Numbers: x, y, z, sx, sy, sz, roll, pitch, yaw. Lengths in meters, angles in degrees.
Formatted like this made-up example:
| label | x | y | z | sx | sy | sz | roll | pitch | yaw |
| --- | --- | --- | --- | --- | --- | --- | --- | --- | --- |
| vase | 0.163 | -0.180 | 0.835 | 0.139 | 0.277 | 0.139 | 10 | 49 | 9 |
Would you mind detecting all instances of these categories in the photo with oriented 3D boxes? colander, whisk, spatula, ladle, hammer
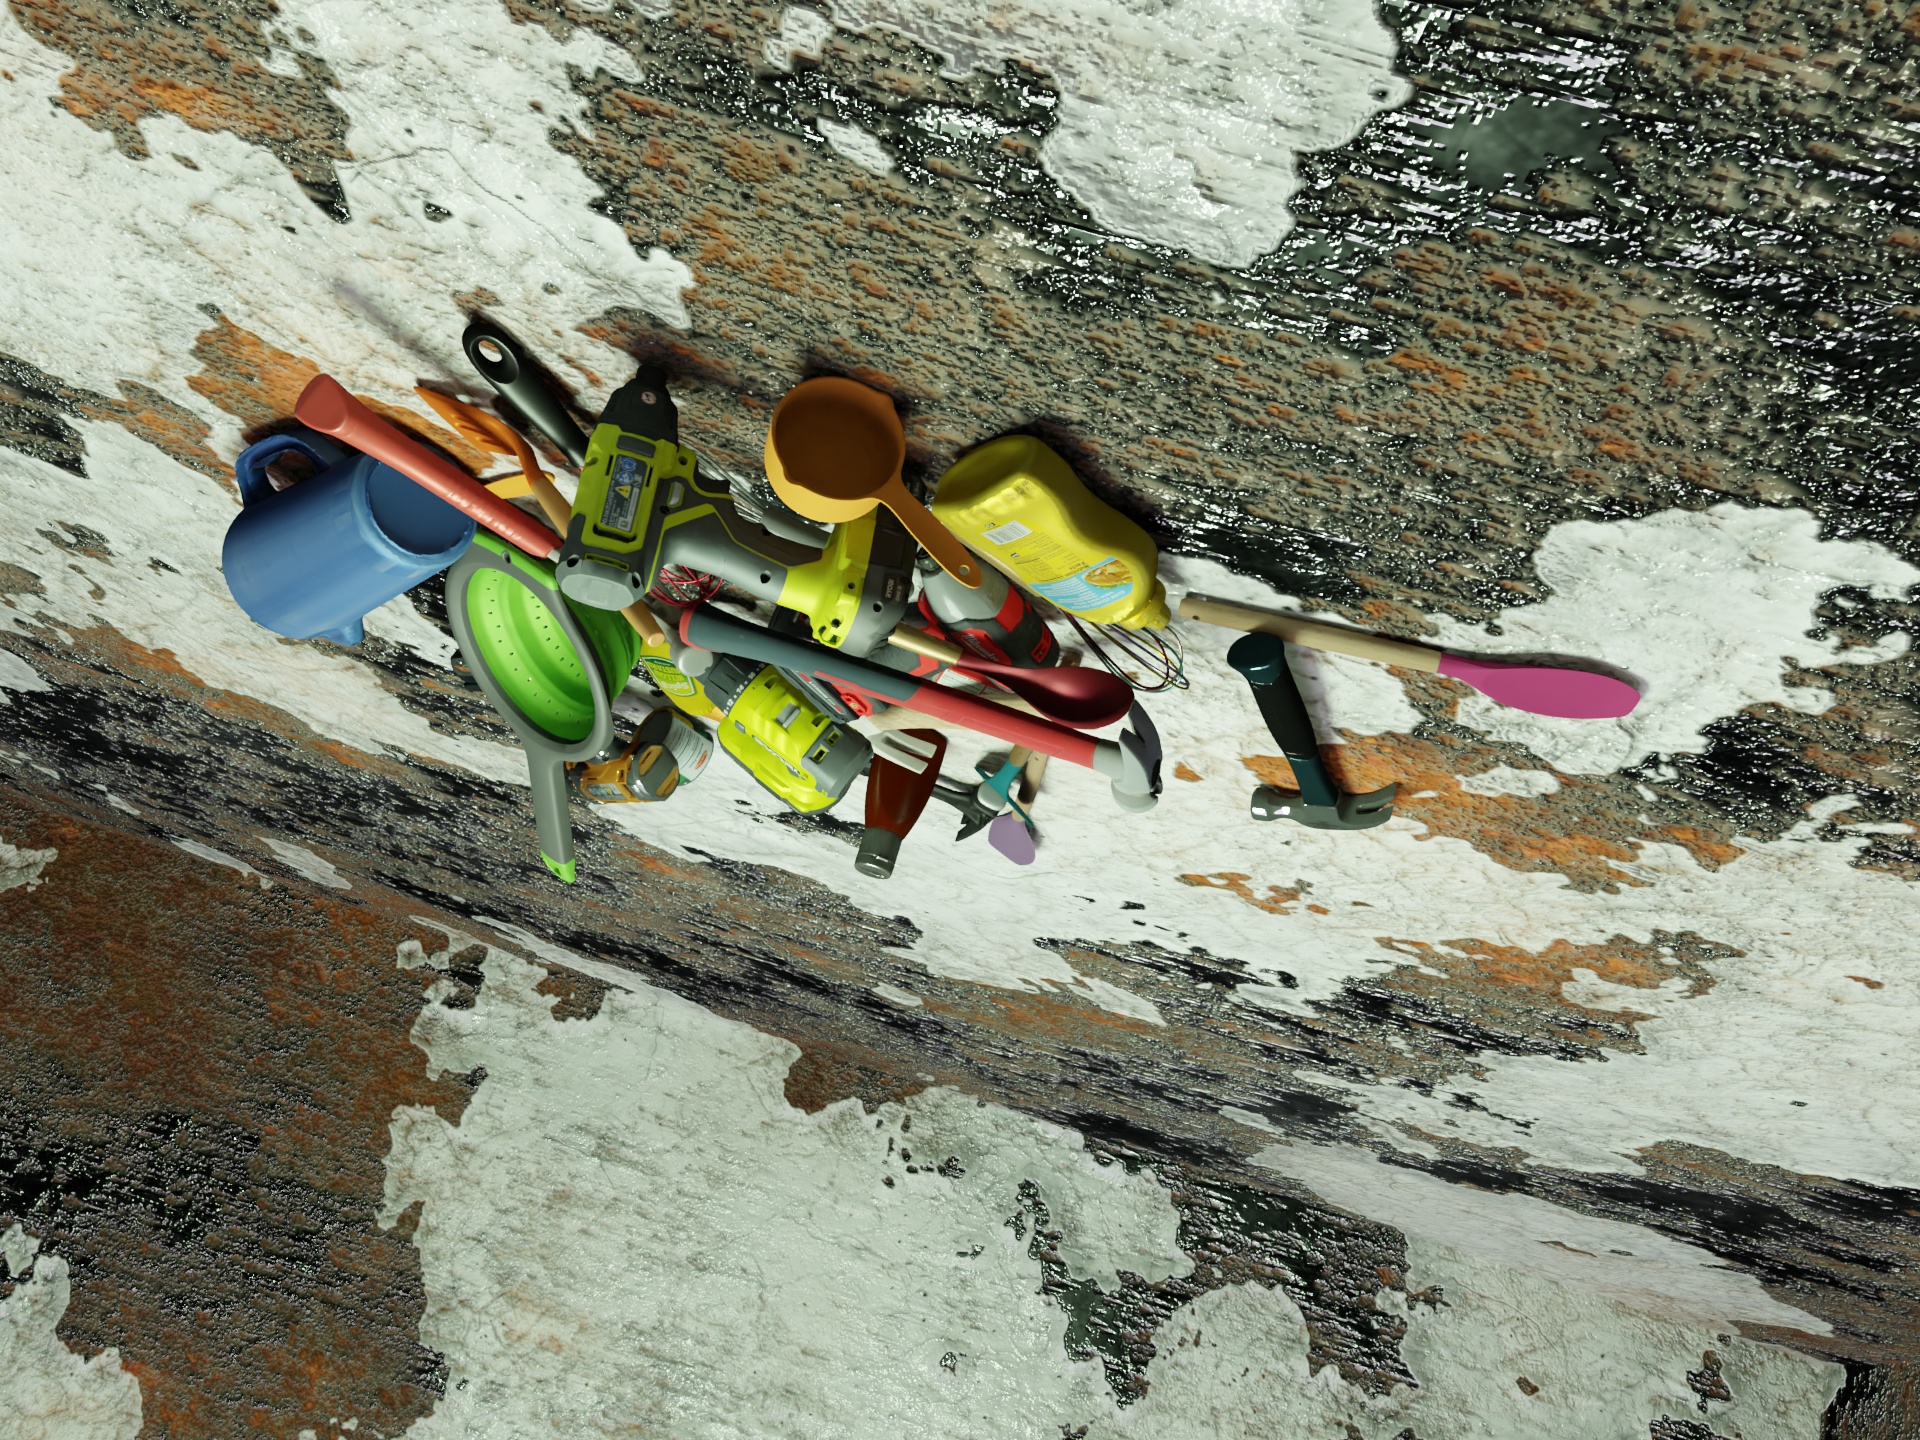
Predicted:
| label | x | y | z | sx | sy | sz | roll | pitch | yaw |
| --- | --- | --- | --- | --- | --- | --- | --- | --- | --- |
| colander | -0.354 | -0.012 | 1.445 | 0.205 | 0.094 | 0.396 | 30 | 137 | 25 |
| whisk | -0.141 | -0.145 | 1.150 | 0.239 | 0.055 | 0.055 | 26 | 157 | 0 |
| spatula | 0.064 | 0.088 | 1.595 | 0.060 | 0.018 | 0.315 | 36 | 159 | 11 |
| ladle | -0.024 | -0.057 | 1.167 | 0.315 | 0.031 | 0.069 | 21 | 142 | 1 |
| spatula | -0.297 | -0.148 | 1.138 | 0.323 | 0.041 | 0.081 | 48 | 179 | 33 |
| hammer | -0.002 | -0.004 | 1.333 | 0.331 | 0.031 | 0.130 | -1 | 142 | 51 |
| hammer | -0.340 | -0.151 | 1.207 | 0.358 | 0.036 | 0.149 | 35 | -173 | -43 |
| whisk | -0.268 | -0.183 | 1.181 | 0.073 | 0.073 | 0.295 | 1 | 146 | 34 |
| hammer | 0.264 | 0.017 | 1.255 | 0.128 | 0.033 | 0.330 | 6 | 158 | 25 |
| spatula | 0.063 | 0.016 | 1.415 | 0.082 | 0.044 | 0.317 | 46 | 152 | 12 |
| hammer | -0.123 | 0.036 | 1.599 | 0.336 | 0.034 | 0.127 | 22 | 156 | -10 |
| hammer | -0.039 | -0.027 | 1.165 | 0.386 | 0.038 | 0.143 | 18 | 162 | 17 |
| whisk | 0.078 | -0.089 | 1.170 | 0.244 | 0.047 | 0.051 | 33 | 141 | -23 |

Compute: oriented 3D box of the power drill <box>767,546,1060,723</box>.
| label | x | y | z | sx | sy | sz | roll | pitch | yaw |
| --- | --- | --- | --- | --- | --- | --- | --- | --- | --- |
| power drill | -0.044 | -0.072 | 1.243 | 0.220 | 0.079 | 0.143 | -9 | 138 | 41 |

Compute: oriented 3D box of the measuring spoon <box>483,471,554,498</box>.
| label | x | y | z | sx | sy | sz | roll | pitch | yaw |
| --- | --- | --- | --- | --- | --- | --- | --- | --- | --- |
| measuring spoon | -0.371 | -0.192 | 1.300 | 0.117 | 0.011 | 0.021 | -4 | 143 | 35 |

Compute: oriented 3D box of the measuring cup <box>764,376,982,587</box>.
| label | x | y | z | sx | sy | sz | roll | pitch | yaw |
| --- | --- | --- | --- | --- | --- | --- | --- | --- | --- |
| measuring cup | -0.054 | -0.142 | 1.033 | 0.173 | 0.095 | 0.052 | 46 | 157 | -1 |

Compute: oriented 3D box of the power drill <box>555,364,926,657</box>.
| label | x | y | z | sx | sy | sz | roll | pitch | yaw |
| --- | --- | --- | --- | --- | --- | --- | --- | --- | --- |
| power drill | -0.143 | -0.140 | 1.072 | 0.223 | 0.171 | 0.080 | 15 | 157 | -16 |

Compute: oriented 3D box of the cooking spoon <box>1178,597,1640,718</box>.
| label | x | y | z | sx | sy | sz | roll | pitch | yaw |
| --- | --- | --- | --- | --- | --- | --- | --- | --- | --- |
| cooking spoon | 0.311 | -0.047 | 1.119 | 0.319 | 0.017 | 0.068 | 13 | 156 | 10 |

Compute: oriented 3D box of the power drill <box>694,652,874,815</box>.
| label | x | y | z | sx | sy | sz | roll | pitch | yaw |
| --- | --- | --- | --- | --- | --- | --- | --- | --- | --- |
| power drill | -0.169 | 0.003 | 1.428 | 0.190 | 0.080 | 0.228 | 38 | 168 | 4 |

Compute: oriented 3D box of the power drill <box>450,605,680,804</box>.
| label | x | y | z | sx | sy | sz | roll | pitch | yaw |
| --- | --- | --- | --- | --- | --- | --- | --- | --- | --- |
| power drill | -0.404 | -0.003 | 1.584 | 0.185 | 0.084 | 0.226 | -3 | 133 | 40 |
